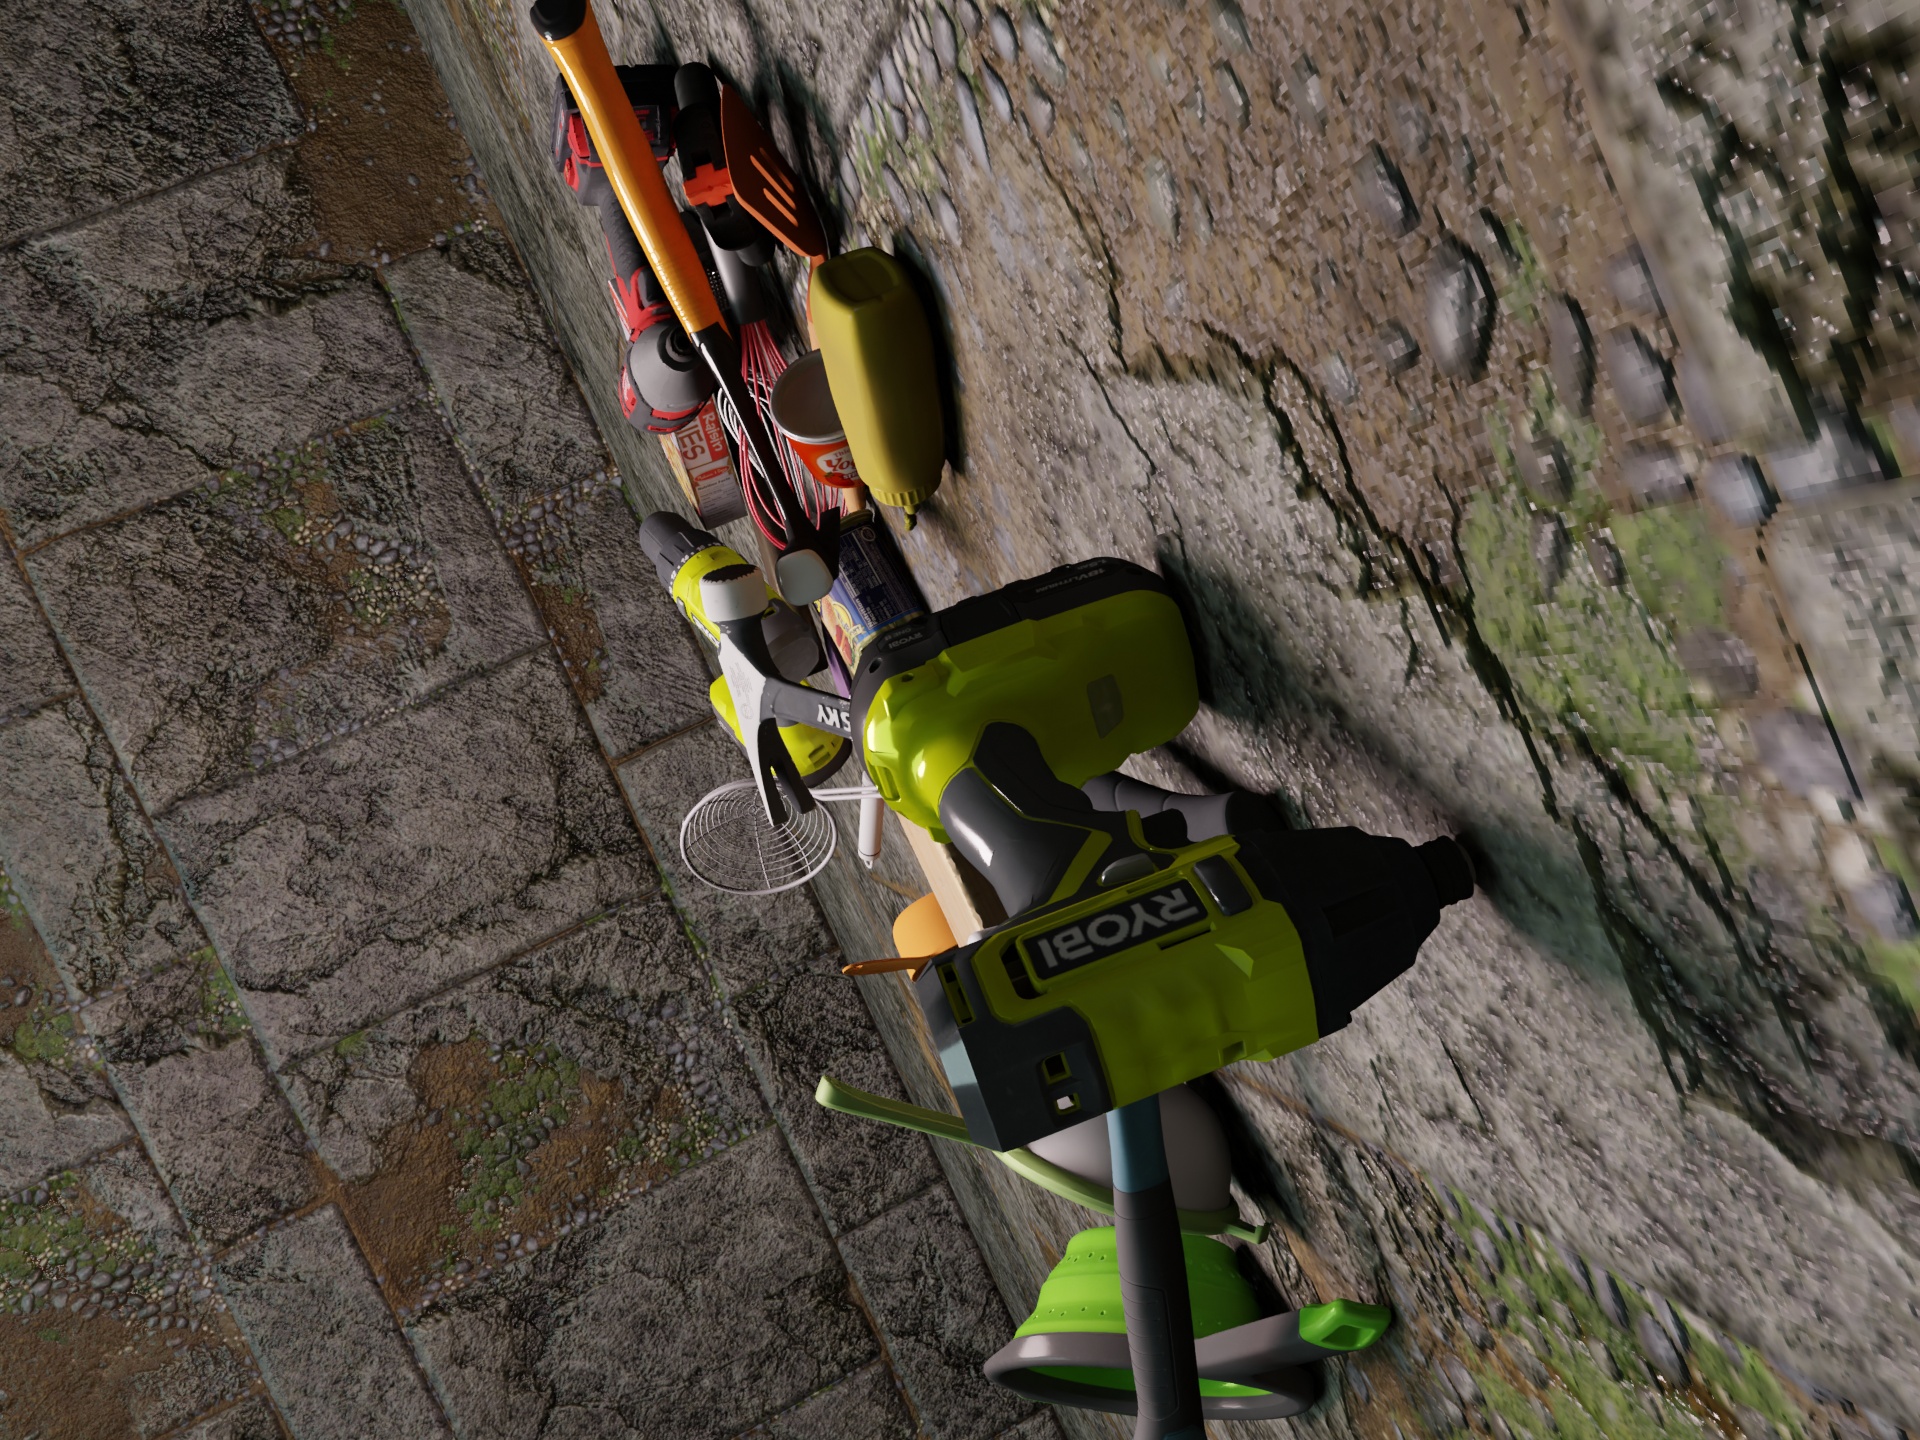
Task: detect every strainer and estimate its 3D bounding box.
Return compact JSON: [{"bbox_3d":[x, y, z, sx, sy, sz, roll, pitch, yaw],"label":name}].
[{"bbox_3d":[0.047,0.214,0.891,0.151,0.256,0.069,-161,90,-72],"label":"strainer"},{"bbox_3d":[-0.068,0.042,1.242,0.087,0.050,0.258,48,151,29],"label":"strainer"}]

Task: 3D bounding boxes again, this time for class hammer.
[{"bbox_3d":[-0.171,-0.205,1.291,0.146,0.038,0.410,-126,18,-47],"label":"hammer"},{"bbox_3d":[-0.145,-0.231,0.881,0.127,0.034,0.336,-96,-16,-65],"label":"hammer"},{"bbox_3d":[0.088,0.234,0.772,0.033,0.128,0.330,-138,37,-65],"label":"hammer"},{"bbox_3d":[-0.003,0.020,0.765,0.409,0.036,0.149,17,123,50],"label":"hammer"}]

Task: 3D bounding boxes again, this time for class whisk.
[{"bbox_3d":[-0.131,-0.244,1.038,0.073,0.073,0.295,-134,27,-58],"label":"whisk"},{"bbox_3d":[-0.121,-0.156,1.203,0.059,0.058,0.246,-76,-29,-48],"label":"whisk"}]

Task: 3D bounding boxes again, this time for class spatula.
[{"bbox_3d":[-0.088,-0.219,0.928,0.322,0.041,0.081,83,179,-61],"label":"spatula"},{"bbox_3d":[-0.085,0.002,1.327,0.315,0.018,0.060,78,171,-64],"label":"spatula"}]

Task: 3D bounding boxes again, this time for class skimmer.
[{"bbox_3d":[-0.091,0.083,1.191,0.127,0.090,0.363,28,160,-29],"label":"skimmer"}]

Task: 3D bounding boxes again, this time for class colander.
[{"bbox_3d":[0.143,0.343,0.943,0.397,0.204,0.095,121,159,-58],"label":"colander"}]

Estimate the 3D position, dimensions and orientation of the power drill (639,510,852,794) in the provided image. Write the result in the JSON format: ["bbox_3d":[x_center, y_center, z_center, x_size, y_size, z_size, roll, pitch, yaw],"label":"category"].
[{"bbox_3d":[-0.174,-0.056,1.288,0.191,0.080,0.228,44,163,29],"label":"power drill"}]

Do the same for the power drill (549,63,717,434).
[{"bbox_3d":[-0.211,-0.310,1.060,0.143,0.078,0.219,170,88,-72],"label":"power drill"}]

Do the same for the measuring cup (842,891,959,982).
[{"bbox_3d":[-0.038,0.167,1.246,0.095,0.173,0.052,-41,64,32],"label":"measuring cup"}]

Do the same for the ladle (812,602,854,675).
[{"bbox_3d":[-0.070,-0.022,1.302,0.069,0.031,0.316,85,159,-47],"label":"ladle"}]

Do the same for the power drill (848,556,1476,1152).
[{"bbox_3d":[0.054,0.033,0.551,0.223,0.171,0.080,-117,8,-56],"label":"power drill"}]
